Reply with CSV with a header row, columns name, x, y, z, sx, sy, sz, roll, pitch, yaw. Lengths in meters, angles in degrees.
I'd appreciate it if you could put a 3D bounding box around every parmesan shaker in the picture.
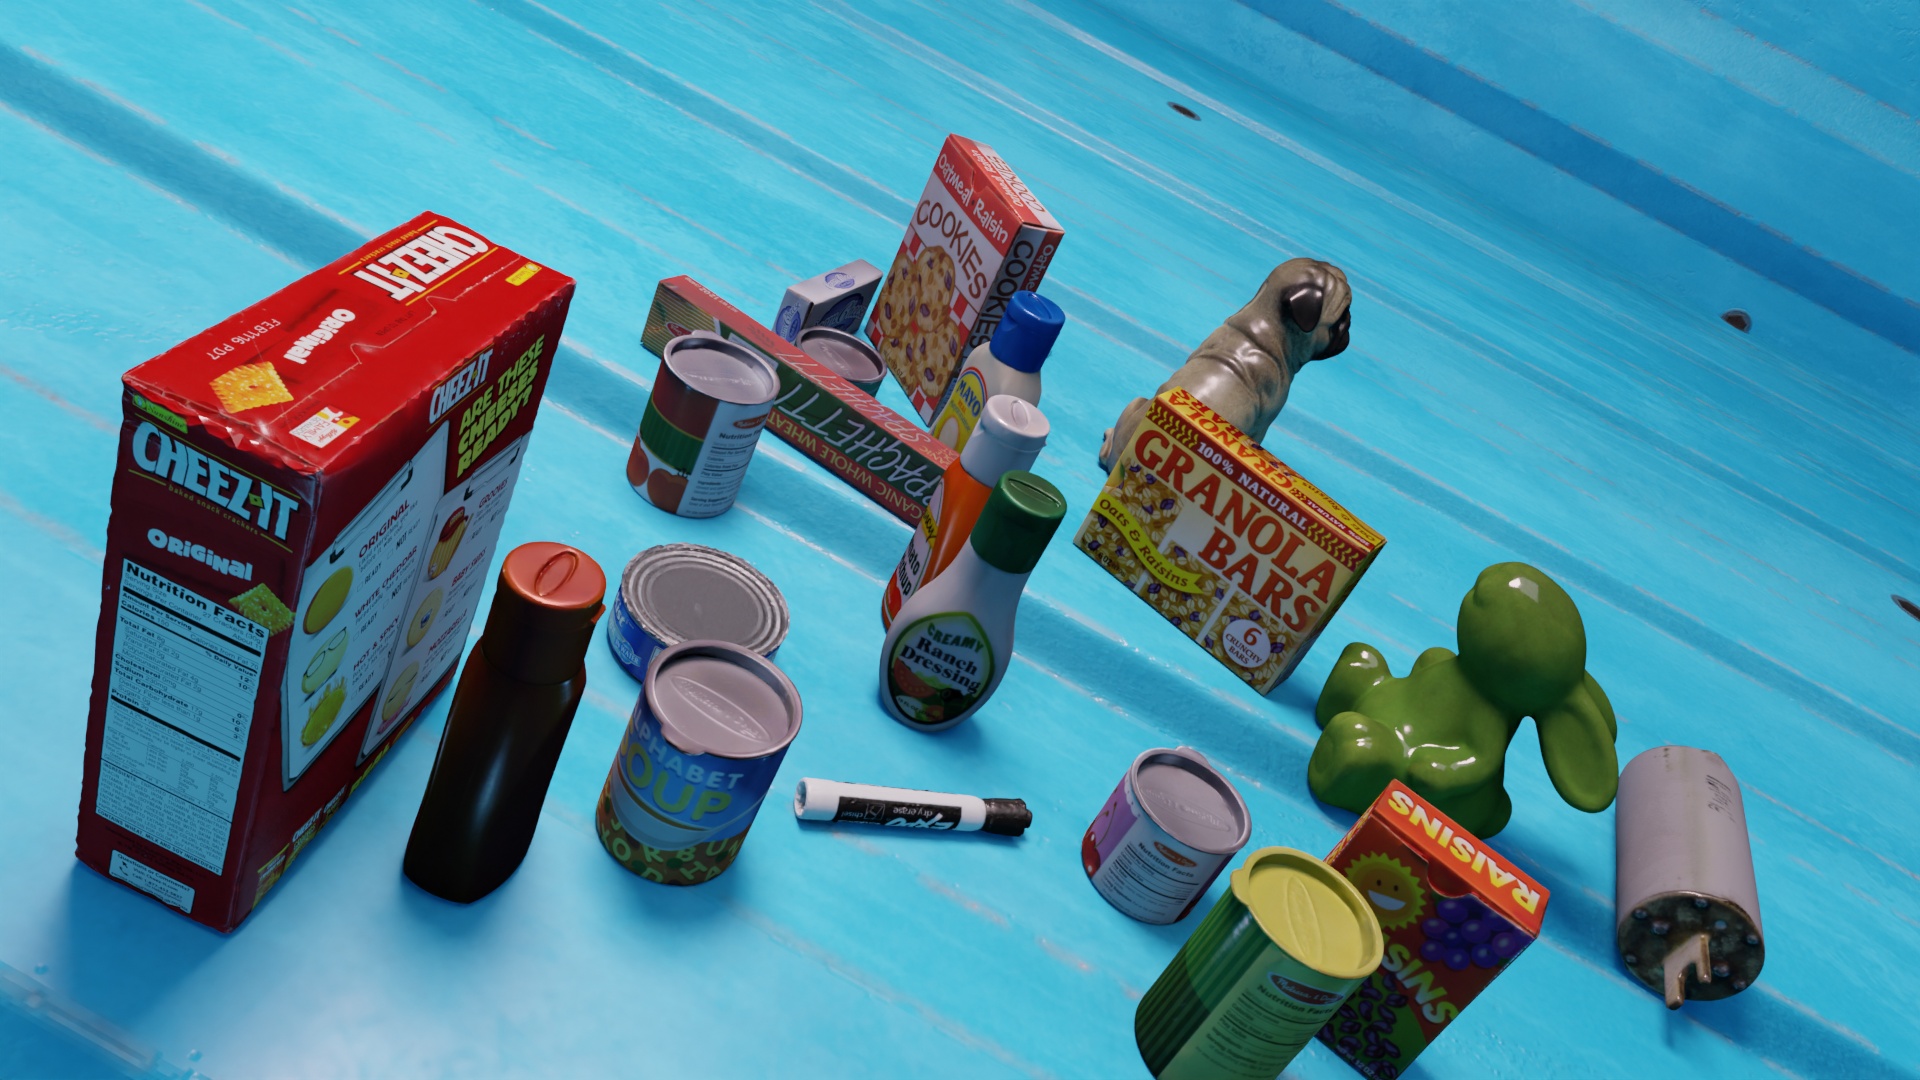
name,x,y,z,sx,sy,sz,roll,pitch,yaw
parmesan shaker,0.124,0.190,0.602,0.071,0.102,0.072,19,32,-13

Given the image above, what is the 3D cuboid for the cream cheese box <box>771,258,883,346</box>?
name,x,y,z,sx,sy,sz,roll,pitch,yaw
cream cheese box,-0.097,-0.165,0.996,0.024,0.053,0.104,34,32,10

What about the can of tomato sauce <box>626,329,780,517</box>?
name,x,y,z,sx,sy,sz,roll,pitch,yaw
can of tomato sauce,-0.148,-0.066,0.788,0.071,0.082,0.071,19,33,-13

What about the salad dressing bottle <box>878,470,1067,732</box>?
name,x,y,z,sx,sy,sz,roll,pitch,yaw
salad dressing bottle,0.006,0.032,0.701,0.064,0.147,0.044,27,32,-1

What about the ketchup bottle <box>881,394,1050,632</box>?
name,x,y,z,sx,sy,sz,roll,pitch,yaw
ketchup bottle,0.003,-0.009,0.756,0.043,0.148,0.065,17,33,-16

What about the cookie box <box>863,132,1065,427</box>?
name,x,y,z,sx,sy,sz,roll,pitch,yaw
cookie box,-0.002,-0.182,0.982,0.040,0.166,0.123,3,39,-34

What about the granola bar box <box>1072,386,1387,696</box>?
name,x,y,z,sx,sy,sz,roll,pitch,yaw
granola bar box,0.167,0.000,0.887,0.166,0.123,0.039,40,34,19

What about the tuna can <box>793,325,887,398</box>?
name,x,y,z,sx,sy,sz,roll,pitch,yaw
tuna can,-0.088,-0.115,0.950,0.071,0.032,0.071,19,33,-13

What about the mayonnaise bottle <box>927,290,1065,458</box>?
name,x,y,z,sx,sy,sz,roll,pitch,yaw
mayonnaise bottle,0.019,-0.087,0.881,0.041,0.147,0.065,3,39,-34

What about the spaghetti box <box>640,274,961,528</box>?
name,x,y,z,sx,sy,sz,roll,pitch,yaw
spaghetti box,-0.094,-0.084,0.885,0.250,0.050,0.029,34,32,10

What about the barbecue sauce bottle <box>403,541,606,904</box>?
name,x,y,z,sx,sy,sz,roll,pitch,yaw
barbecue sauce bottle,-0.168,0.067,0.520,0.044,0.147,0.065,25,32,-3

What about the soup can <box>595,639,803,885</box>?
name,x,y,z,sx,sy,sz,roll,pitch,yaw
soup can,-0.113,0.095,0.583,0.071,0.083,0.072,19,33,-13

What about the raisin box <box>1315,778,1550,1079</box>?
name,x,y,z,sx,sy,sz,roll,pitch,yaw
raisin box,0.199,0.184,0.648,0.086,0.122,0.040,38,33,16

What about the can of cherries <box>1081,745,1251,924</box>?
name,x,y,z,sx,sy,sz,roll,pitch,yaw
can of cherries,0.102,0.146,0.692,0.071,0.058,0.072,19,33,-13
